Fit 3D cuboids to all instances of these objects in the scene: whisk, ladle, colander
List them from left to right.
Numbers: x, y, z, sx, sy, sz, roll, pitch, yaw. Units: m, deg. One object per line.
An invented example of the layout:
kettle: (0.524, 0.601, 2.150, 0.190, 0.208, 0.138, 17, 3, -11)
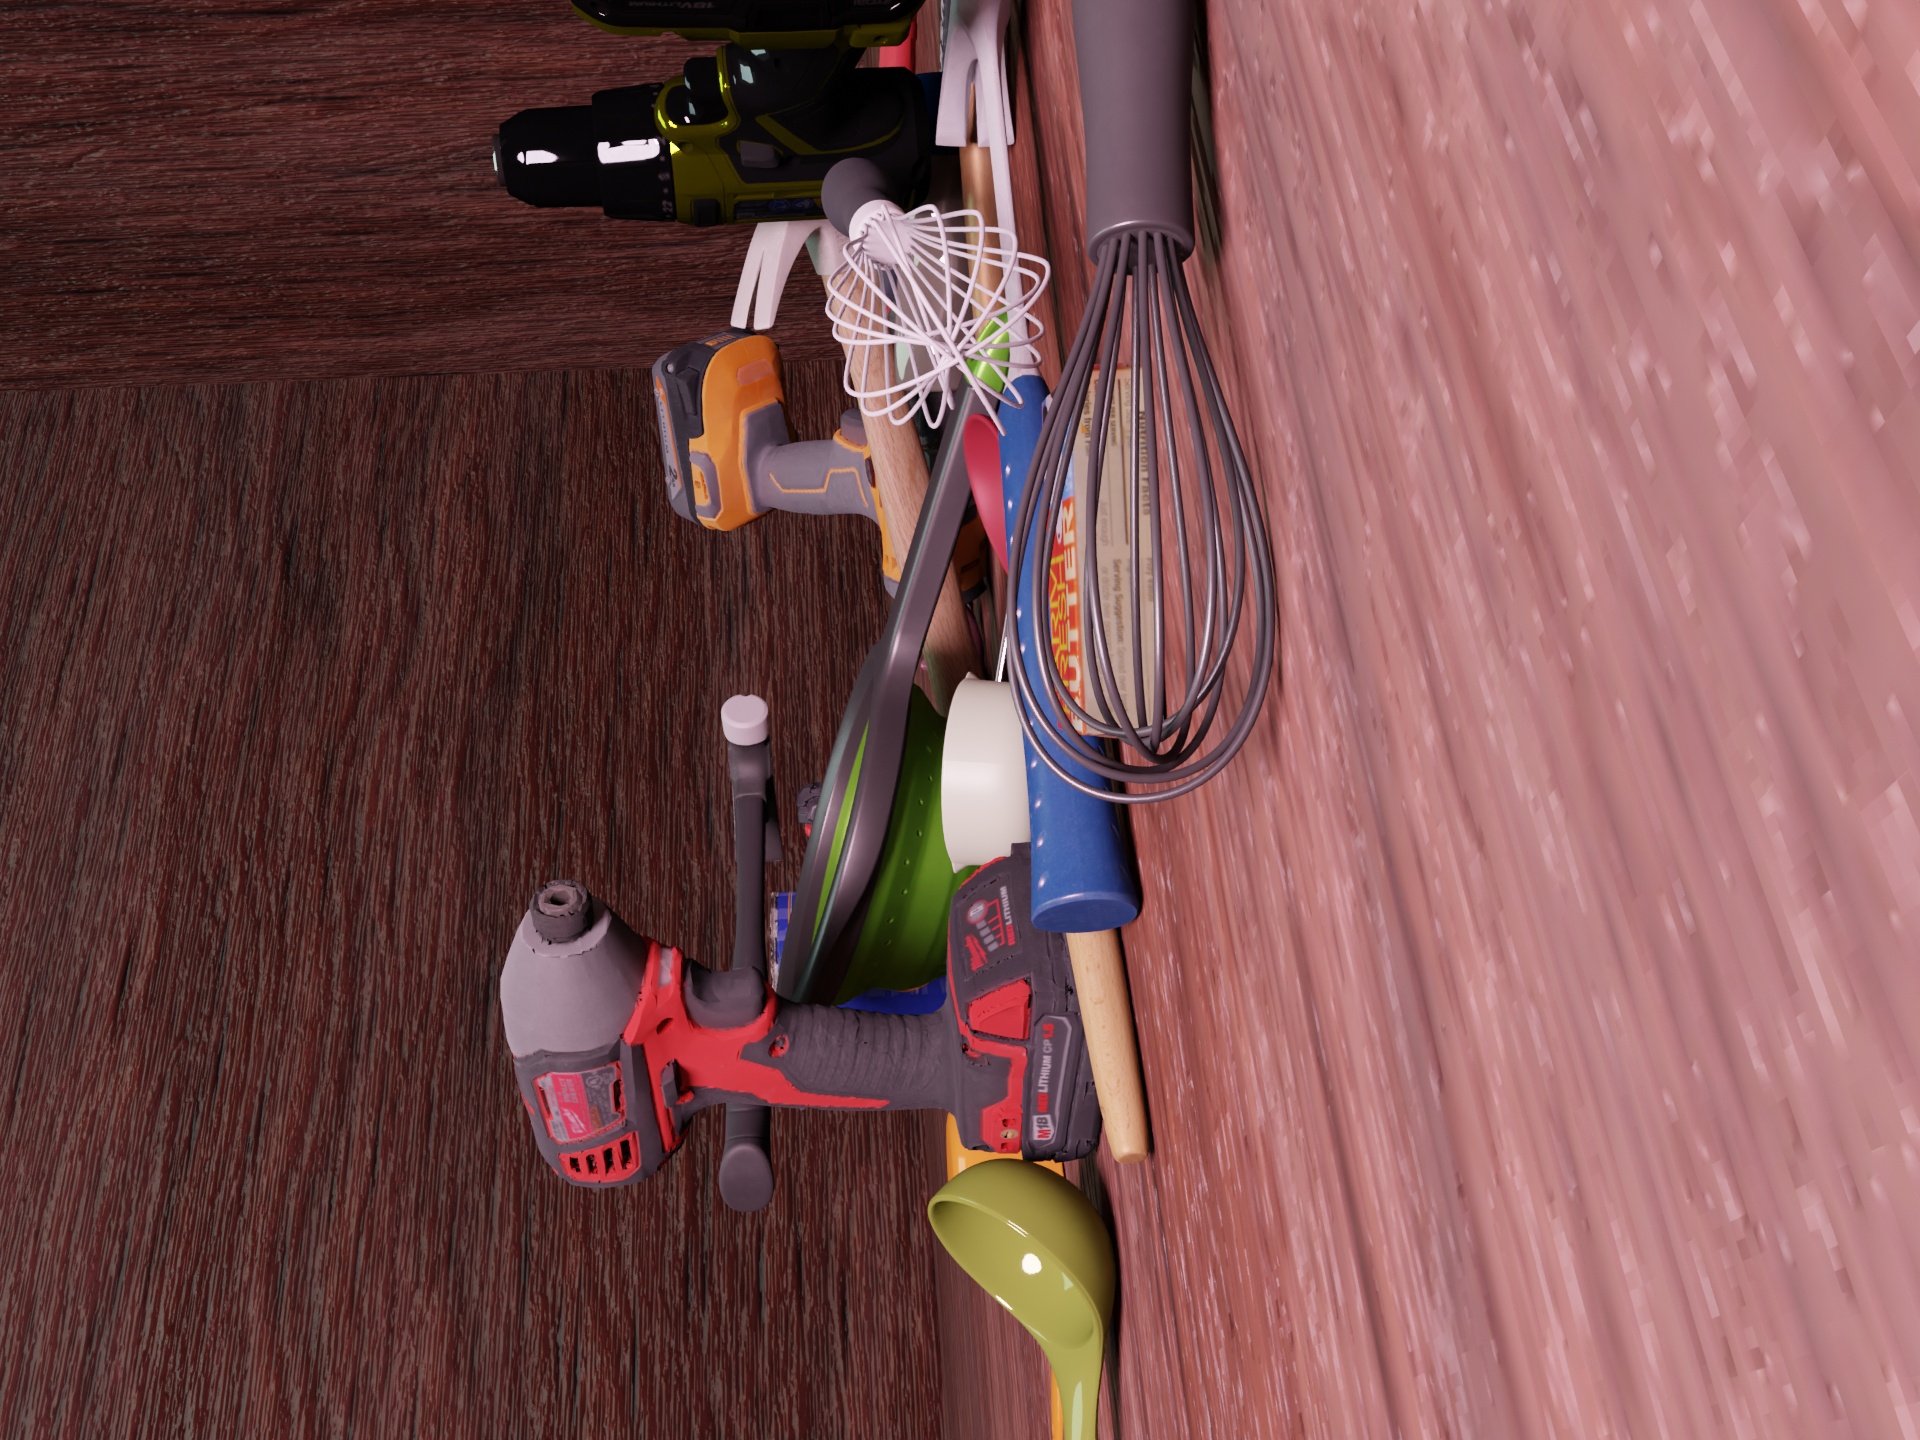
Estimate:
whisk: (-0.022, -0.160, 0.549, 0.285, 0.070, 0.070, -110, 16, -61)
colander: (-0.001, -0.003, 0.784, 0.205, 0.094, 0.397, -94, 20, -64)
ladle: (0.035, 0.007, 0.580, 0.069, 0.031, 0.316, 88, 175, -55)
ladle: (0.039, 0.319, 0.566, 0.078, 0.062, 0.320, -22, 72, 56)
whisk: (0.035, -0.101, 0.339, 0.055, 0.055, 0.239, 104, 167, -77)

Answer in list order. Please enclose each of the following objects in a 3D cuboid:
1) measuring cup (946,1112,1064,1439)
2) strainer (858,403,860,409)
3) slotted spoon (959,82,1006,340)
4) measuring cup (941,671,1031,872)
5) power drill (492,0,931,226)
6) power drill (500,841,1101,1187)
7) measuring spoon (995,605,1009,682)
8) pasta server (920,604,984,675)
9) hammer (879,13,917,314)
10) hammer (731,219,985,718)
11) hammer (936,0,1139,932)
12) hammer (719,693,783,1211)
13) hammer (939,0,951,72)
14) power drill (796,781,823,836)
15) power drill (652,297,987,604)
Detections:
measuring cup: (0.022, 0.263, 0.762, 0.095, 0.052, 0.174, 107, 162, -78)
strainer: (-0.031, -0.219, 1.066, 0.151, 0.069, 0.257, 99, 164, -66)
slotted spoon: (0.005, -0.301, 0.716, 0.070, 0.031, 0.313, 21, 125, 44)
measuring cup: (0.028, 0.028, 0.689, 0.167, 0.038, 0.083, 33, -120, -74)
power drill: (-0.099, -0.265, 0.635, 0.228, 0.190, 0.080, 141, 123, -79)
power drill: (-0.059, 0.109, 0.598, 0.079, 0.219, 0.143, -98, 6, -49)
measuring spoon: (0.014, -0.021, 0.718, 0.034, 0.018, 0.124, 6, -85, -70)
pasta server: (0.006, 0.057, 0.947, 0.060, 0.040, 0.316, 101, 165, -61)
hammer: (-0.041, -0.402, 1.024, 0.143, 0.038, 0.386, 99, 173, -78)
hammer: (-0.031, -0.126, 0.843, 0.031, 0.130, 0.331, 16, 129, 47)
hammer: (0.023, -0.124, 0.575, 0.144, 0.035, 0.406, 97, 169, -67)
hammer: (-0.134, 0.152, 1.017, 0.146, 0.035, 0.335, 92, 174, -47)
hammer: (-0.004, -0.410, 0.761, 0.408, 0.036, 0.149, 92, 172, -52)
power drill: (-0.065, 0.155, 1.127, 0.080, 0.188, 0.227, -2, -90, -52)
power drill: (-0.081, -0.179, 0.953, 0.084, 0.226, 0.185, -34, -46, -41)
